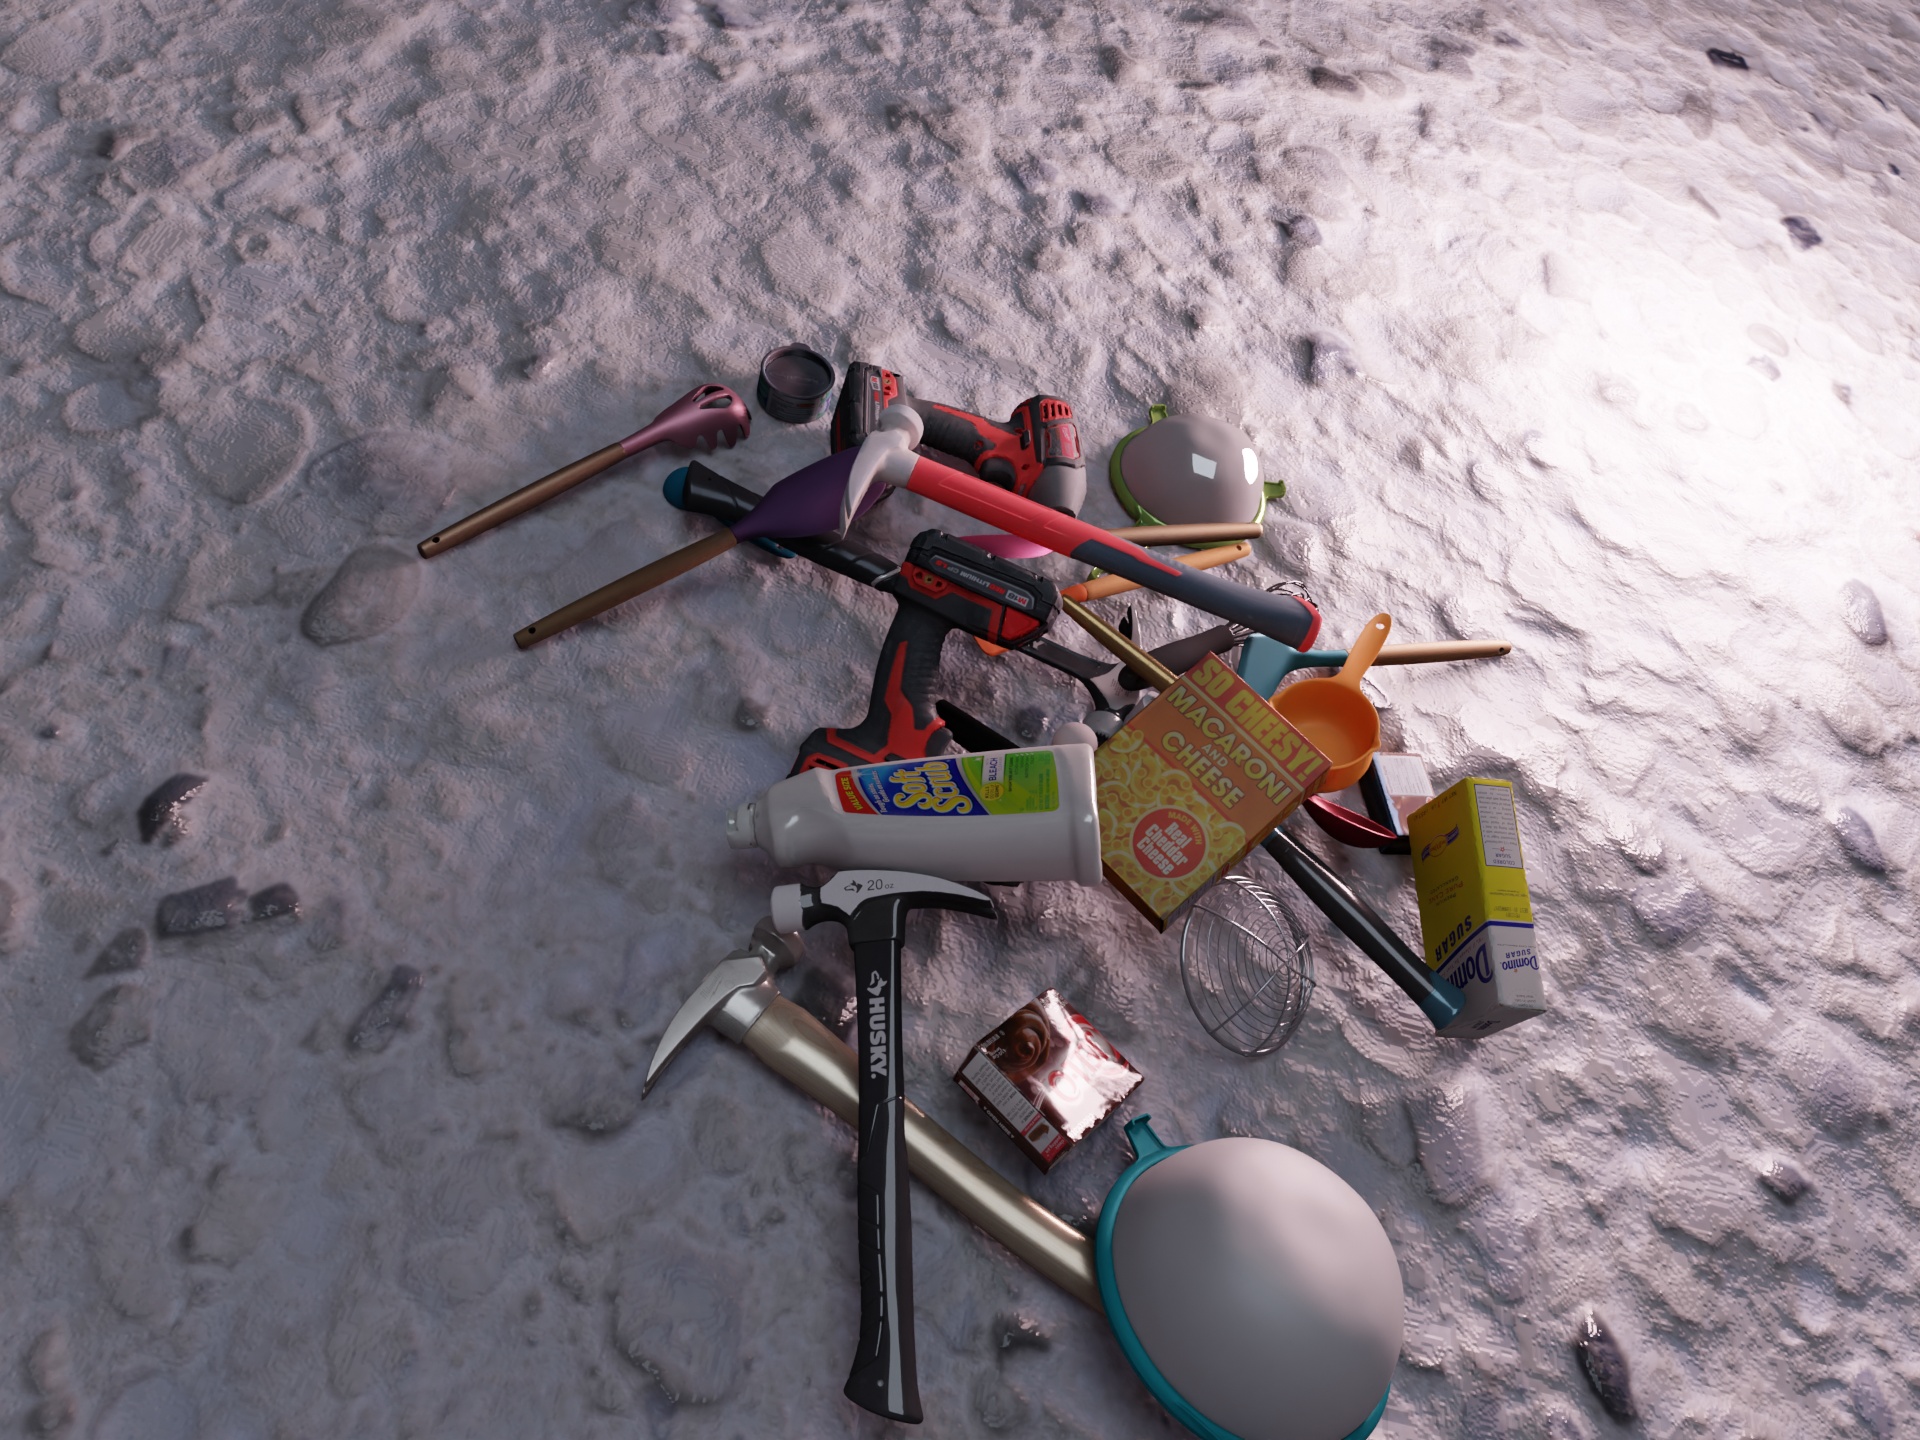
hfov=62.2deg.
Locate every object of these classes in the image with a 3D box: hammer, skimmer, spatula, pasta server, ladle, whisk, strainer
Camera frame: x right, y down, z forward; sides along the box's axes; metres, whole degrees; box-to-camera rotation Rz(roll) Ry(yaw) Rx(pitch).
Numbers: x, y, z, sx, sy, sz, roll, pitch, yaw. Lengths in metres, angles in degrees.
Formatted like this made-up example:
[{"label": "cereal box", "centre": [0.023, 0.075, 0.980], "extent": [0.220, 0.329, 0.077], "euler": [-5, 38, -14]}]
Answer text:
[{"label": "hammer", "centre": [-0.043, 0.249, 0.973], "extent": [0.146, 0.035, 0.335], "euler": [-7, 61, 7]}, {"label": "skimmer", "centre": [0.107, 0.105, 1.189], "extent": [0.363, 0.090, 0.127], "euler": [35, 48, 22]}, {"label": "spatula", "centre": [-0.198, -0.130, 1.231], "extent": [0.316, 0.018, 0.060], "euler": [-28, 77, -17]}, {"label": "pasta server", "centre": [-0.299, -0.203, 1.294], "extent": [0.316, 0.040, 0.060], "euler": [-35, 71, -29]}, {"label": "hammer", "centre": [-0.008, 0.295, 1.013], "extent": [0.411, 0.038, 0.146], "euler": [35, 55, 9]}, {"label": "ladle", "centre": [0.201, 0.003, 1.228], "extent": [0.315, 0.031, 0.069], "euler": [39, 10, 5]}, {"label": "hammer", "centre": [0.246, 0.098, 1.190], "extent": [0.331, 0.033, 0.128], "euler": [46, 24, 19]}, {"label": "whisk", "centre": [0.217, -0.066, 1.319], "extent": [0.239, 0.055, 0.055], "euler": [-22, 64, -35]}, {"label": "hammer", "centre": [0.097, -0.128, 1.243], "extent": [0.386, 0.038, 0.143], "euler": [22, 46, -1]}, {"label": "hammer", "centre": [-0.038, -0.111, 1.286], "extent": [0.409, 0.036, 0.149], "euler": [26, 51, -1]}, {"label": "strainer", "centre": [0.187, -0.201, 1.407], "extent": [0.151, 0.069, 0.256], "euler": [35, 52, 10]}, {"label": "spatula", "centre": [0.122, -0.113, 1.299], "extent": [0.322, 0.041, 0.081], "euler": [-17, 71, -32]}, {"label": "spatula", "centre": [0.355, -0.049, 1.362], "extent": [0.317, 0.082, 0.044], "euler": [-5, 24, -25]}, {"label": "strainer", "centre": [0.184, 0.372, 0.924], "extent": [0.211, 0.095, 0.341], "euler": [26, 37, -7]}]

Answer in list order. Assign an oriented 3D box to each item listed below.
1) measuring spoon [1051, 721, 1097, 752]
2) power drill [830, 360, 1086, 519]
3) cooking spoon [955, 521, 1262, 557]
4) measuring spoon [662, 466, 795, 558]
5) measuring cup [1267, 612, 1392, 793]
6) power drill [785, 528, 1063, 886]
[{"label": "measuring spoon", "centre": [0.078, 0.054, 1.158], "extent": [0.034, 0.018, 0.124], "euler": [4, 61, 10]}, {"label": "power drill", "centre": [0.003, -0.227, 1.371], "extent": [0.219, 0.078, 0.143], "euler": [6, 54, -16]}, {"label": "cooking spoon", "centre": [0.117, -0.151, 1.322], "extent": [0.318, 0.017, 0.069], "euler": [-6, 17, -25]}, {"label": "measuring spoon", "centre": [-0.187, -0.172, 1.304], "extent": [0.128, 0.021, 0.042], "euler": [32, 53, 9]}, {"label": "measuring cup", "centre": [0.312, -0.014, 1.302], "extent": [0.095, 0.052, 0.174], "euler": [25, 60, 20]}, {"label": "power drill", "centre": [-0.002, -0.004, 1.151], "extent": [0.188, 0.080, 0.227], "euler": [25, 89, 2]}]
